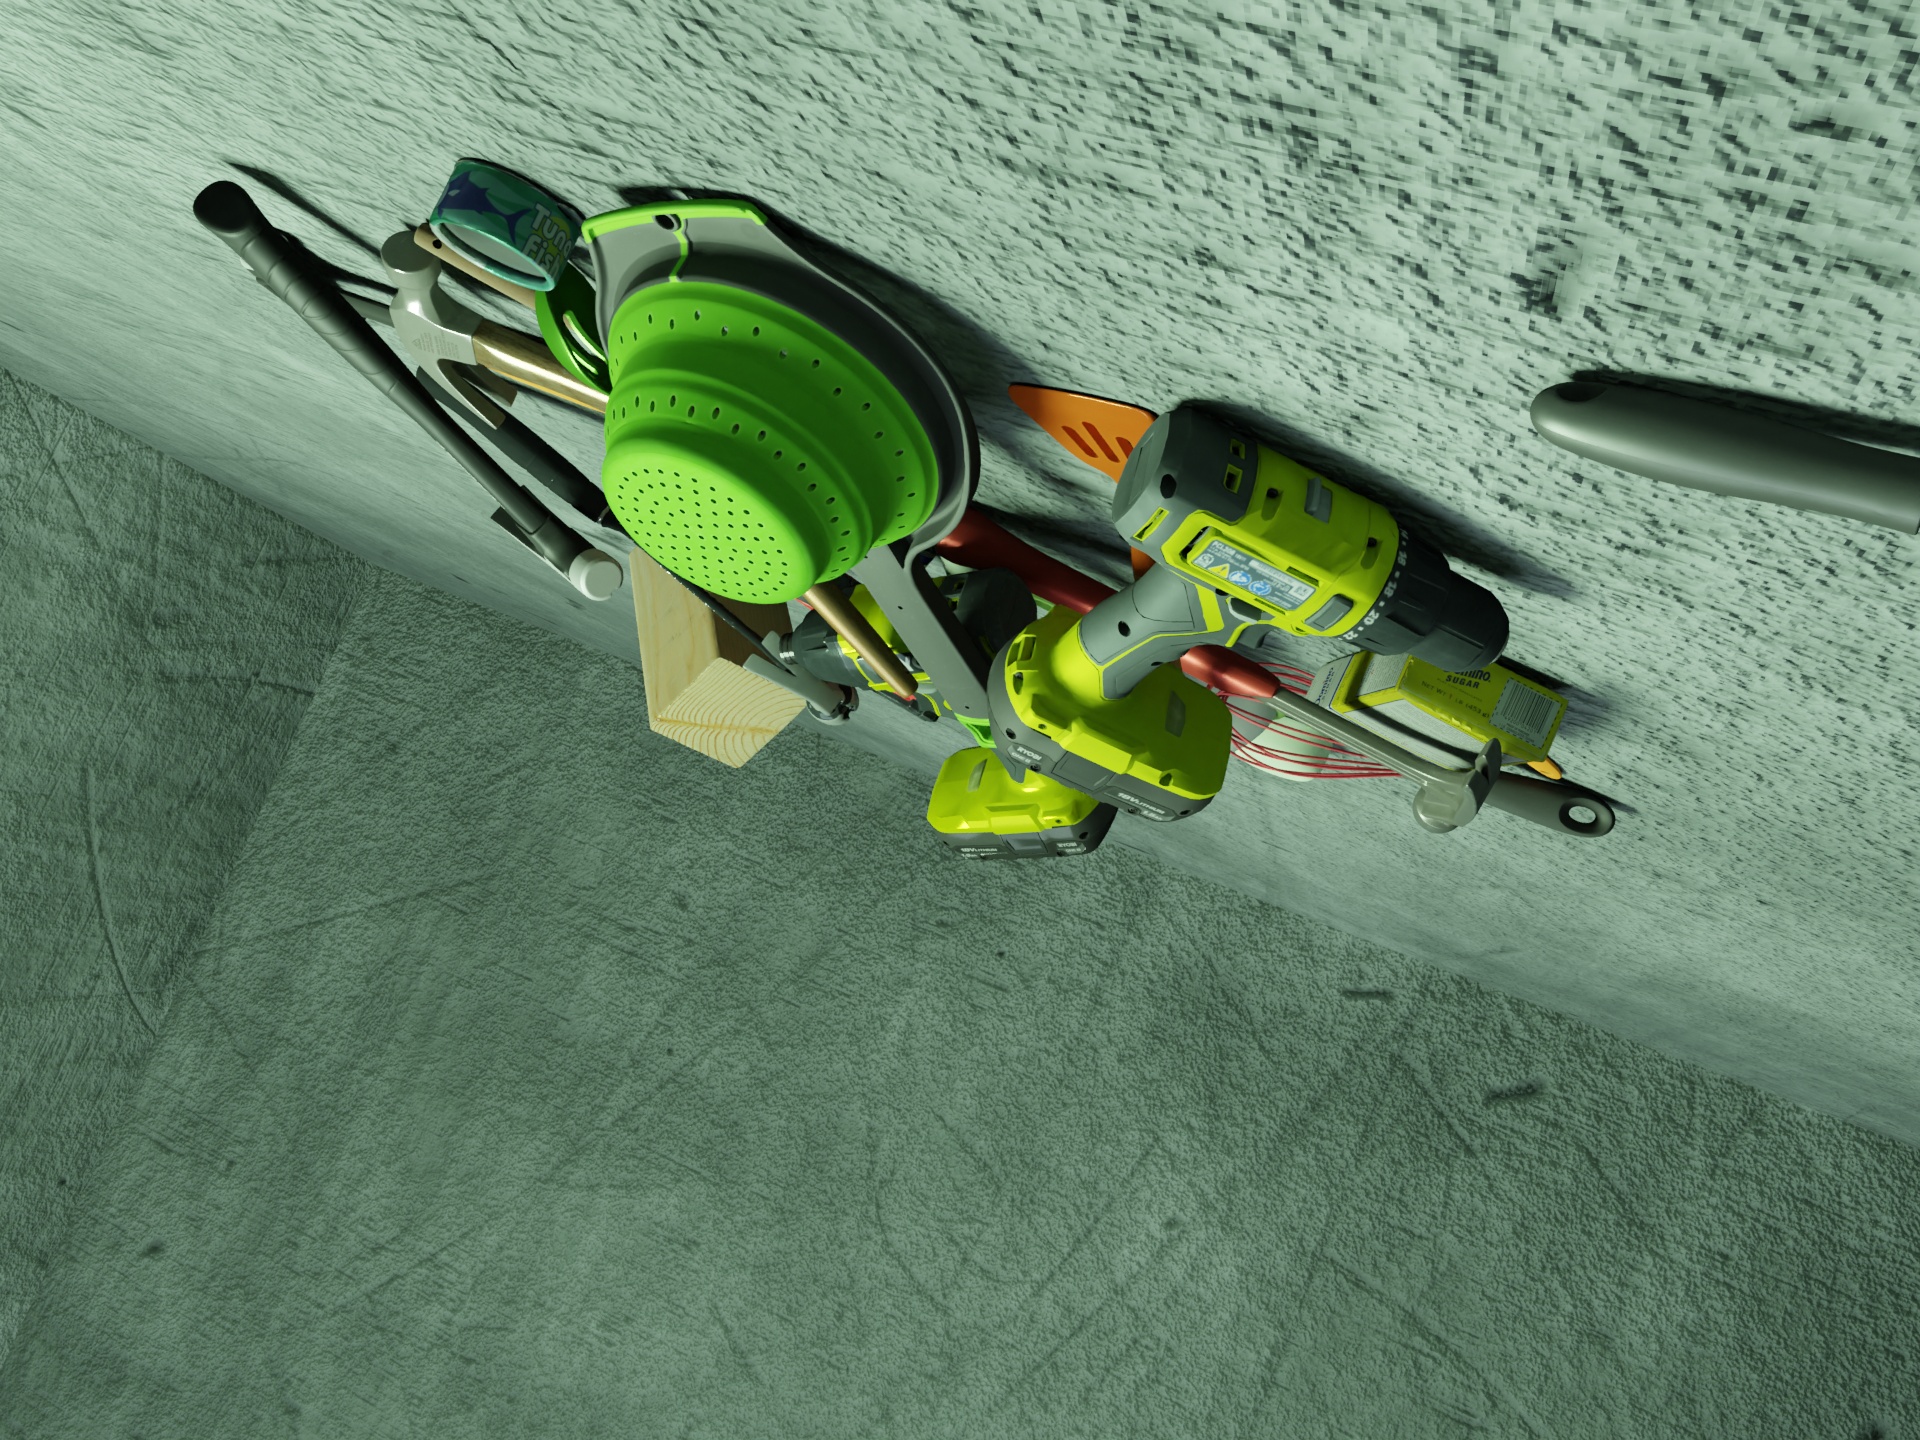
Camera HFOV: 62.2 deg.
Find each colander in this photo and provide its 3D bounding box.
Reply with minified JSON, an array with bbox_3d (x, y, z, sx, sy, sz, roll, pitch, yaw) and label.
[{"bbox_3d":[-0.067,-0.074,0.807,0.204,0.094,0.396,7,148,34],"label":"colander"}]

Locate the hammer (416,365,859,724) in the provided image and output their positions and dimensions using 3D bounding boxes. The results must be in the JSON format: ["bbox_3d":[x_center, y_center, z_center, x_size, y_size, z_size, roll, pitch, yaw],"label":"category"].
[{"bbox_3d":[-0.245,-0.138,1.141,0.409,0.036,0.149,39,180,15],"label":"hammer"}]

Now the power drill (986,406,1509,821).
[{"bbox_3d":[0.130,-0.037,0.779,0.190,0.080,0.228,24,145,-13],"label":"power drill"}]

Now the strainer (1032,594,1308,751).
[{"bbox_3d":[0.123,-0.028,1.165,0.256,0.069,0.151,24,173,-29],"label":"strainer"}]

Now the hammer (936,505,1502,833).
[{"bbox_3d":[0.142,-0.039,0.938,0.359,0.037,0.149,29,173,16],"label":"hammer"}]

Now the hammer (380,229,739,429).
[{"bbox_3d":[-0.181,-0.182,0.948,0.331,0.031,0.130,22,155,1],"label":"hammer"}]

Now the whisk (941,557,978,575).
[{"bbox_3d":[0.011,-0.090,1.184,0.059,0.058,0.246,-13,165,4],"label":"whisk"}]

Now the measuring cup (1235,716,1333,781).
[{"bbox_3d":[0.218,0.012,1.292,0.168,0.038,0.083,15,170,32],"label":"measuring cup"}]

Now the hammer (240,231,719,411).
[{"bbox_3d":[-0.300,-0.237,1.046,0.337,0.034,0.127,21,172,12],"label":"hammer"}]

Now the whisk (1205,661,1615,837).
[{"bbox_3d":[0.304,0.027,1.077,0.296,0.073,0.073,17,173,-3],"label":"whisk"}]

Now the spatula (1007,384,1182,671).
[{"bbox_3d":[0.099,-0.059,0.857,0.081,0.041,0.322,18,147,31],"label":"spatula"}]

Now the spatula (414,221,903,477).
[{"bbox_3d":[-0.160,-0.196,0.895,0.316,0.059,0.018,28,-163,-7],"label":"spatula"}]

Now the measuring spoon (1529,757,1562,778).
[{"bbox_3d":[0.360,0.020,1.028,0.116,0.011,0.021,28,171,-41],"label":"measuring spoon"}]

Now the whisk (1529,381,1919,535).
[{"bbox_3d":[0.288,-0.064,0.478,0.239,0.055,0.055,23,174,29],"label":"whisk"}]

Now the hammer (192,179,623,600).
[{"bbox_3d":[-0.353,-0.208,1.023,0.146,0.035,0.334,34,168,46],"label":"hammer"}]

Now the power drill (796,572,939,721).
[{"bbox_3d":[-0.099,-0.092,1.089,0.219,0.078,0.143,33,177,-35],"label":"power drill"}]

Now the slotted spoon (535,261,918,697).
[{"bbox_3d":[-0.127,-0.124,0.887,0.313,0.031,0.070,48,-155,-22],"label":"slotted spoon"}]

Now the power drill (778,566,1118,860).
[{"bbox_3d":[-0.002,-0.003,1.030,0.171,0.080,0.223,-6,139,30],"label":"power drill"}]
